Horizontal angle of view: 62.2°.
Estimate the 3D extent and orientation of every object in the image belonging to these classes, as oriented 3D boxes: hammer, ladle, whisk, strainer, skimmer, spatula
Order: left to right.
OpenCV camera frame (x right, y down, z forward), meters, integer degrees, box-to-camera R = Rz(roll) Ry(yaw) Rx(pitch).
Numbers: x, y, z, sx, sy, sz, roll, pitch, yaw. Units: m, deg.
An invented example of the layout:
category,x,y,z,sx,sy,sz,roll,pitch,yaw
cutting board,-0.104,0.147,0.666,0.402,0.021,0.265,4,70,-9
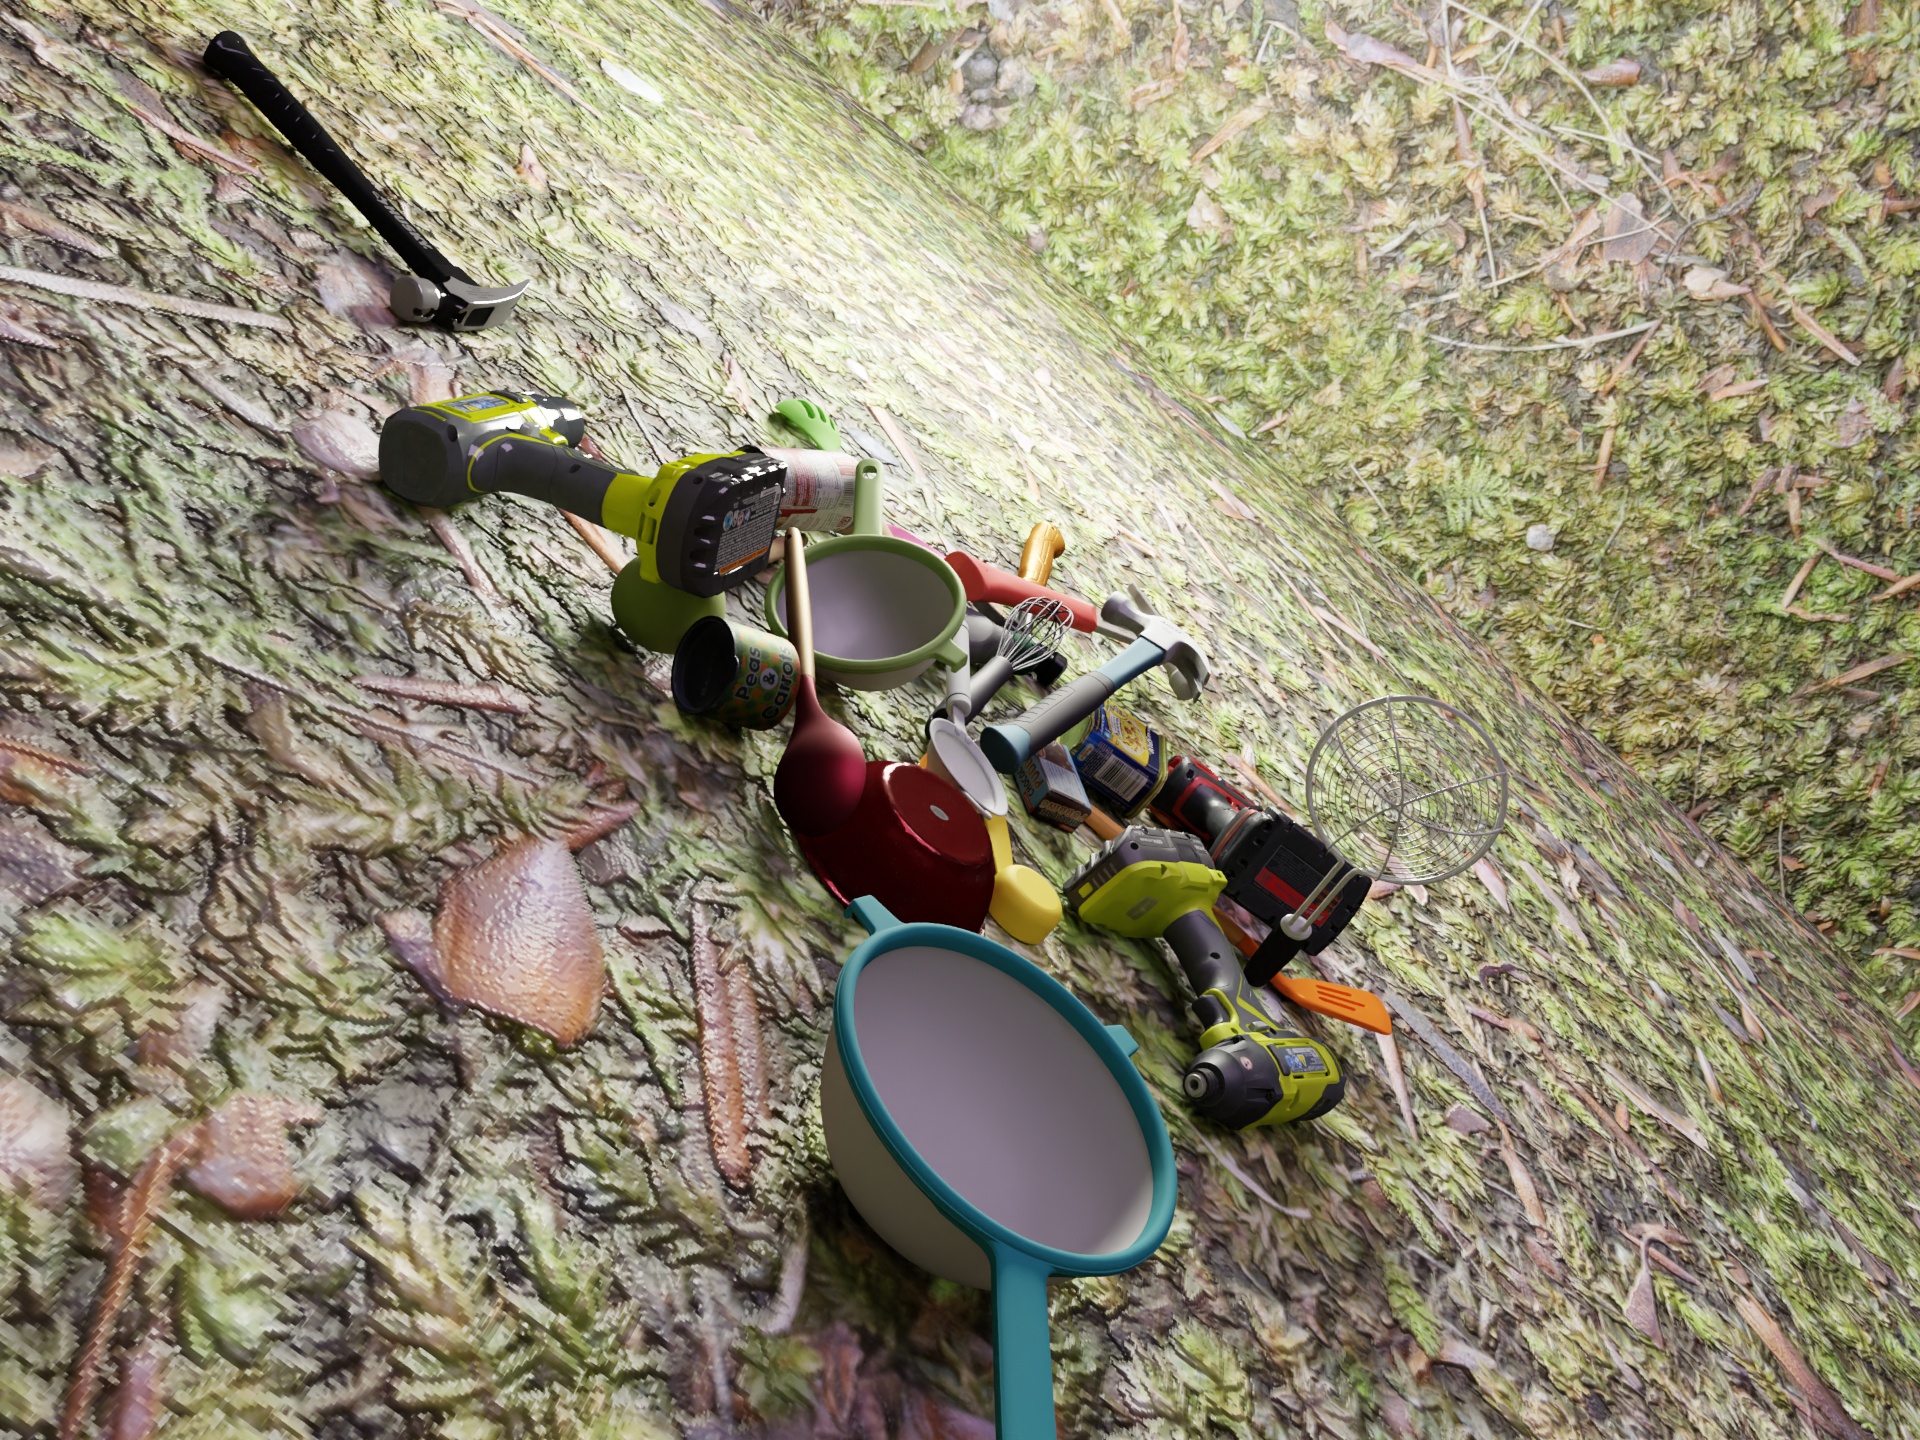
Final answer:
category,x,y,z,sx,sy,sz,roll,pitch,yaw
hammer,-0.481,-0.429,1.258,0.335,0.035,0.146,46,25,10
ladle,-0.171,-0.109,1.191,0.078,0.062,0.320,35,17,2
ladle,-0.108,-0.042,1.102,0.031,0.069,0.316,50,19,-38
strainer,-0.073,-0.106,1.244,0.151,0.069,0.257,0,44,-2
strainer,-0.002,-0.004,1.206,0.086,0.050,0.259,43,27,-30
strainer,0.004,0.249,0.770,0.211,0.095,0.341,30,28,-19
whisk,0.030,-0.044,1.318,0.055,0.055,0.239,43,40,2
hammer,0.065,-0.143,1.605,0.127,0.034,0.337,39,24,-9
hammer,0.101,-0.110,1.517,0.358,0.036,0.149,15,36,-50
hammer,0.111,-0.027,1.351,0.128,0.033,0.331,34,34,17
spatula,0.219,0.159,1.316,0.322,0.041,0.081,40,15,-2
skimmer,0.273,0.106,1.143,0.127,0.363,0.090,33,64,11

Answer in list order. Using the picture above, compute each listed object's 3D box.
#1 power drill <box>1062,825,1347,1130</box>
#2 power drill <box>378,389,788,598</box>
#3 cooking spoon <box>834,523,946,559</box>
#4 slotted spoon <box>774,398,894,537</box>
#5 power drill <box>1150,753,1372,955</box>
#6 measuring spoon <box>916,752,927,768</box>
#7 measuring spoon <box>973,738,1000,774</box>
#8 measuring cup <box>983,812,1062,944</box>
category,x,y,z,sx,sy,sz,roll,pitch,yaw
power drill,0.173,0.189,1.153,0.171,0.080,0.223,13,40,-50
power drill,-0.236,-0.163,1.051,0.228,0.080,0.190,19,22,11
cooking spoon,-0.113,-0.176,1.408,0.318,0.017,0.069,17,30,-45
slotted spoon,-0.099,-0.212,1.447,0.070,0.031,0.314,20,28,-41
power drill,0.266,0.119,1.363,0.187,0.080,0.227,35,5,-15
measuring spoon,-0.027,0.038,1.187,0.021,0.011,0.117,56,20,-3
measuring spoon,0.002,0.047,1.215,0.034,0.018,0.124,41,30,4
measuring cup,0.040,0.097,1.158,0.062,0.029,0.157,29,29,-28
